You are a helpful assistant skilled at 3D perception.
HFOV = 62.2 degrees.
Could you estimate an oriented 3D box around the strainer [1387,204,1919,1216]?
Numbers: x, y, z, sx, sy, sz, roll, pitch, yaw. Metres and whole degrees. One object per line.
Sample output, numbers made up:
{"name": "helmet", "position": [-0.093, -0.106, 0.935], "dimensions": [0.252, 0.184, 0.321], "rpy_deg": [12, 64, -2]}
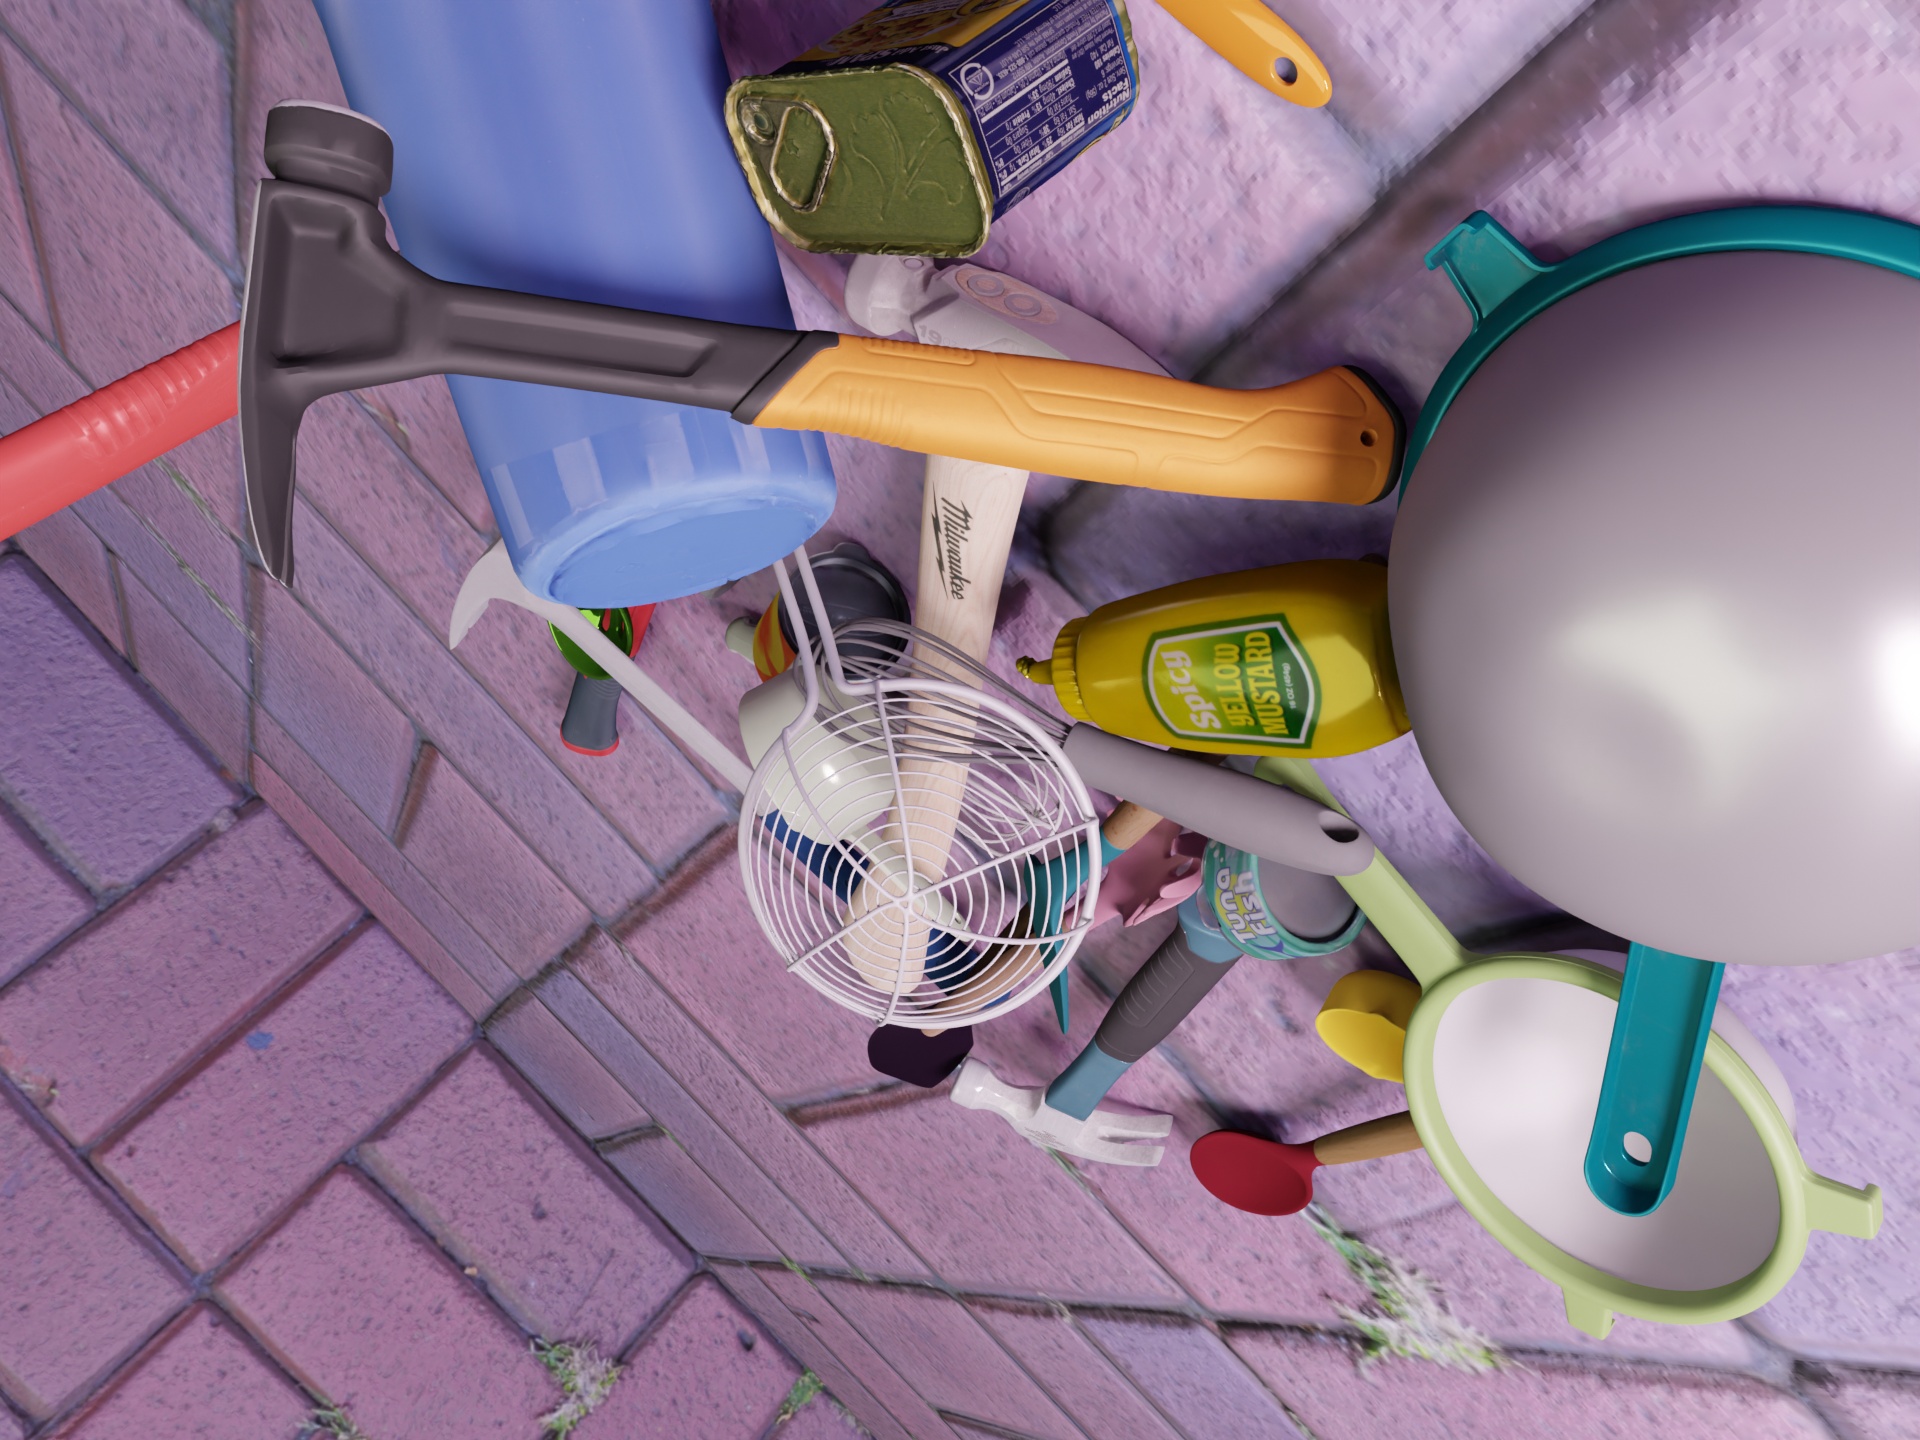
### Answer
{"name": "strainer", "position": [0.192, 0.039, 0.442], "dimensions": [0.211, 0.095, 0.340], "rpy_deg": [23, 132, 37]}

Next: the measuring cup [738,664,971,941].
{"name": "measuring cup", "position": [-0.032, 0.041, 0.705], "dimensions": [0.038, 0.083, 0.167], "rpy_deg": [-32, 121, 17]}

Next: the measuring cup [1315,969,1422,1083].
{"name": "measuring cup", "position": [0.232, 0.147, 0.685], "dimensions": [0.156, 0.029, 0.062], "rpy_deg": [17, 148, 23]}

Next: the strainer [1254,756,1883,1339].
{"name": "strainer", "position": [0.214, 0.101, 0.604], "dimensions": [0.256, 0.069, 0.151], "rpy_deg": [51, 143, 16]}

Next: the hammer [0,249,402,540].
{"name": "hammer", "position": [-0.296, -0.137, 0.652], "dimensions": [0.037, 0.359, 0.149], "rpy_deg": [38, 148, 18]}

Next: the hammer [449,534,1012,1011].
{"name": "hammer", "position": [-0.119, 0.042, 0.914], "dimensions": [0.144, 0.035, 0.405], "rpy_deg": [-21, 123, 44]}

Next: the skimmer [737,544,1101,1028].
{"name": "skimmer", "position": [-0.056, -0.060, 0.614], "dimensions": [0.090, 0.127, 0.364], "rpy_deg": [41, -155, -58]}

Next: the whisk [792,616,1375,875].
{"name": "whisk", "position": [0.043, 0.013, 0.614], "dimensions": [0.239, 0.055, 0.055], "rpy_deg": [20, 145, 17]}

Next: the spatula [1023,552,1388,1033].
{"name": "spatula", "position": [0.087, 0.033, 0.663], "dimensions": [0.317, 0.044, 0.082], "rpy_deg": [-53, 42, 47]}

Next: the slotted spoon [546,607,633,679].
{"name": "slotted spoon", "position": [-0.195, -0.126, 0.811], "dimensions": [0.070, 0.031, 0.313], "rpy_deg": [37, 148, 16]}

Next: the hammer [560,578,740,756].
{"name": "hammer", "position": [-0.225, -0.068, 0.993], "dimensions": [0.143, 0.038, 0.386], "rpy_deg": [46, 152, 1]}

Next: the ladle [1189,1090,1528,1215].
{"name": "ladle", "position": [0.191, 0.211, 0.788], "dimensions": [0.069, 0.031, 0.315], "rpy_deg": [35, 156, 1]}

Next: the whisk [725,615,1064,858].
{"name": "whisk", "position": [-0.041, 0.000, 0.829], "dimensions": [0.246, 0.059, 0.057], "rpy_deg": [30, -168, 35]}

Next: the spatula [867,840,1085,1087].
{"name": "spatula", "position": [0.010, 0.150, 0.925], "dimensions": [0.059, 0.018, 0.315], "rpy_deg": [22, 141, -9]}

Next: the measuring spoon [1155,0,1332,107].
{"name": "measuring spoon", "position": [0.058, -0.209, 0.451], "dimensions": [0.117, 0.011, 0.021], "rpy_deg": [41, 152, 8]}

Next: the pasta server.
{"name": "pasta server", "position": [0.041, 0.113, 0.822], "dimensions": [0.316, 0.040, 0.060], "rpy_deg": [-46, 49, 53]}

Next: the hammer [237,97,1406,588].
{"name": "hammer", "position": [-0.027, -0.088, 0.461], "dimensions": [0.336, 0.127, 0.034], "rpy_deg": [4, 175, -14]}

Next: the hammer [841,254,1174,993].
{"name": "hammer", "position": [-0.001, -0.002, 0.704], "dimensions": [0.146, 0.038, 0.410], "rpy_deg": [33, 139, 21]}

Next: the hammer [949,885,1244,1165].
{"name": "hammer", "position": [0.089, 0.171, 0.865], "dimensions": [0.128, 0.033, 0.330], "rpy_deg": [24, 146, 1]}
